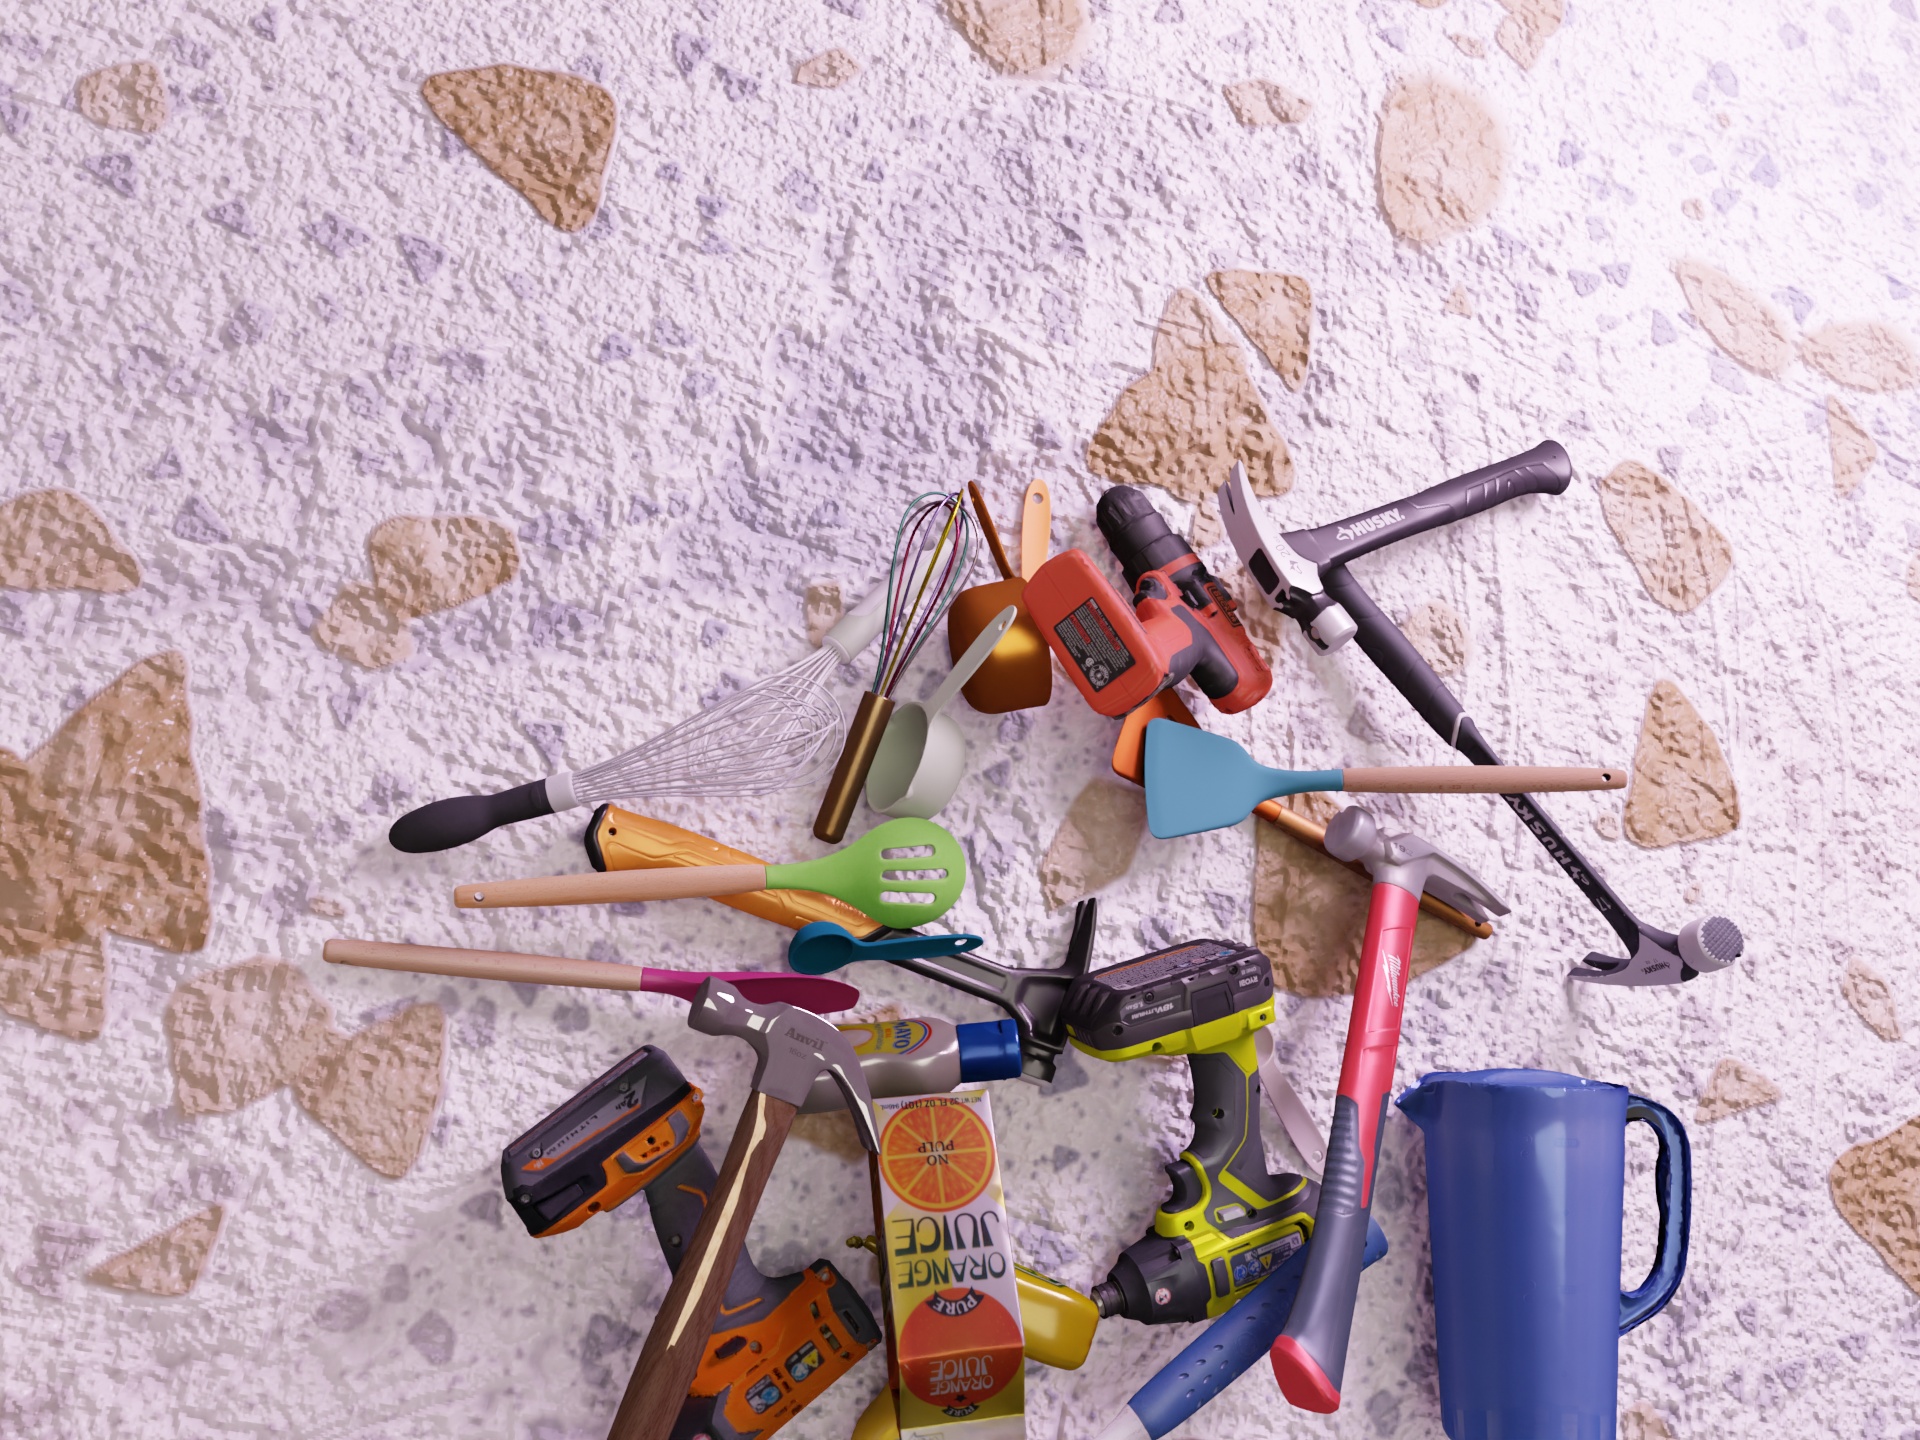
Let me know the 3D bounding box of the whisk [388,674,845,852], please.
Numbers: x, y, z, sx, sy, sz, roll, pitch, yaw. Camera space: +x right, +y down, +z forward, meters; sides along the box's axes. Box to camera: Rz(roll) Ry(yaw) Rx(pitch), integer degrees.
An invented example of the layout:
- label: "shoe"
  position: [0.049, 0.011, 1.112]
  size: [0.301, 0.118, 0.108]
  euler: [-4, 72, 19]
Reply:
- label: "whisk"
  position: [-0.208, 0.033, 0.957]
  size: [0.284, 0.070, 0.070]
  euler: [-15, 83, 1]

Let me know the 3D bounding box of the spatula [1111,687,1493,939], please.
- label: "spatula"
  position: [0.245, 0.076, 1.115]
  size: [0.322, 0.041, 0.081]
  euler: [29, 70, -10]

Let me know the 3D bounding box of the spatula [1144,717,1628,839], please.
- label: "spatula"
  position: [0.283, 0.040, 1.064]
  size: [0.317, 0.044, 0.082]
  euler: [-1, 77, 7]

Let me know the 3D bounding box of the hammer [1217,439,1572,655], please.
- label: "hammer"
  position: [0.330, -0.155, 1.153]
  size: [0.334, 0.035, 0.146]
  euler: [-22, 67, -32]

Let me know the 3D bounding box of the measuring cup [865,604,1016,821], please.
- label: "measuring cup"
  position: [-0.002, -0.003, 1.010]
  size: [0.038, 0.083, 0.167]
  euler: [25, 117, -27]

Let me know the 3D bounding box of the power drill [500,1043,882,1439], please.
- label: "power drill"
  position: [-0.172, 0.324, 0.927]
  size: [0.164, 0.084, 0.226]
  euler: [-36, 94, -19]

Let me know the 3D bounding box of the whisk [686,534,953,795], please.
- label: "whisk"
  position: [-0.088, -0.042, 1.043]
  size: [0.246, 0.058, 0.059]
  euler: [-46, 128, -23]

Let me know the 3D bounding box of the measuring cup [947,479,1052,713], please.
- label: "measuring cup"
  position: [0.011, -0.085, 1.067]
  size: [0.052, 0.095, 0.174]
  euler: [-14, 67, -12]

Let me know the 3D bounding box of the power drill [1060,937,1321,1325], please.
- label: "power drill"
  position: [0.145, 0.266, 1.017]
  size: [0.171, 0.080, 0.223]
  euler: [-14, 95, -20]

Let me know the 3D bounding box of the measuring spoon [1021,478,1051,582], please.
- label: "measuring spoon"
  position: [0.050, -0.115, 1.116]
  size: [0.021, 0.011, 0.117]
  euler: [9, 73, -15]

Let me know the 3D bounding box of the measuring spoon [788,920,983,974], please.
- label: "measuring spoon"
  position: [-0.047, 0.136, 0.994]
  size: [0.128, 0.042, 0.021]
  euler: [0, 46, -23]

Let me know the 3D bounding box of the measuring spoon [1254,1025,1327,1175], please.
- label: "measuring spoon"
  position: [0.218, 0.259, 1.087]
  size: [0.034, 0.018, 0.124]
  euler: [-32, 96, -17]

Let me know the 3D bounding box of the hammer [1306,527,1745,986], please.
- label: "hammer"
  position: [0.367, 0.024, 1.132]
  size: [0.036, 0.149, 0.409]
  euler: [-35, 81, -22]

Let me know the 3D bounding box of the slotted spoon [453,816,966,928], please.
- label: "slotted spoon"
  position: [-0.145, 0.100, 0.972]
  size: [0.313, 0.031, 0.070]
  euler: [-2, 91, -14]

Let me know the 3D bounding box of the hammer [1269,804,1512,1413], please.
- label: "hammer"
  position: [0.268, 0.244, 1.010]
  size: [0.143, 0.038, 0.387]
  euler: [30, 55, -14]

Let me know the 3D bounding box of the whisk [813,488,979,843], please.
- label: "whisk"
  position: [-0.045, -0.037, 1.026]
  size: [0.051, 0.047, 0.245]
  euler: [21, 91, -33]

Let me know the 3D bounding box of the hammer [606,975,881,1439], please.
- label: "hammer"
  position: [-0.144, 0.319, 0.880]
  size: [0.130, 0.031, 0.331]
  euler: [25, 79, -16]

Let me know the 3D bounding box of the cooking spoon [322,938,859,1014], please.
- label: "cooking spoon"
  position: [-0.220, 0.154, 0.965]
  size: [0.319, 0.068, 0.017]
  euler: [7, 59, -9]

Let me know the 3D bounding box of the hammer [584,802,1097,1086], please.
- label: "hammer"
  position: [-0.075, 0.120, 1.018]
  size: [0.336, 0.034, 0.127]
  euler: [22, 75, -11]

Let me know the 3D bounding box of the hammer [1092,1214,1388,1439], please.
- label: "hammer"
  position: [0.100, 0.428, 0.942]
  size: [0.405, 0.035, 0.144]
  euler: [-33, 89, -19]
